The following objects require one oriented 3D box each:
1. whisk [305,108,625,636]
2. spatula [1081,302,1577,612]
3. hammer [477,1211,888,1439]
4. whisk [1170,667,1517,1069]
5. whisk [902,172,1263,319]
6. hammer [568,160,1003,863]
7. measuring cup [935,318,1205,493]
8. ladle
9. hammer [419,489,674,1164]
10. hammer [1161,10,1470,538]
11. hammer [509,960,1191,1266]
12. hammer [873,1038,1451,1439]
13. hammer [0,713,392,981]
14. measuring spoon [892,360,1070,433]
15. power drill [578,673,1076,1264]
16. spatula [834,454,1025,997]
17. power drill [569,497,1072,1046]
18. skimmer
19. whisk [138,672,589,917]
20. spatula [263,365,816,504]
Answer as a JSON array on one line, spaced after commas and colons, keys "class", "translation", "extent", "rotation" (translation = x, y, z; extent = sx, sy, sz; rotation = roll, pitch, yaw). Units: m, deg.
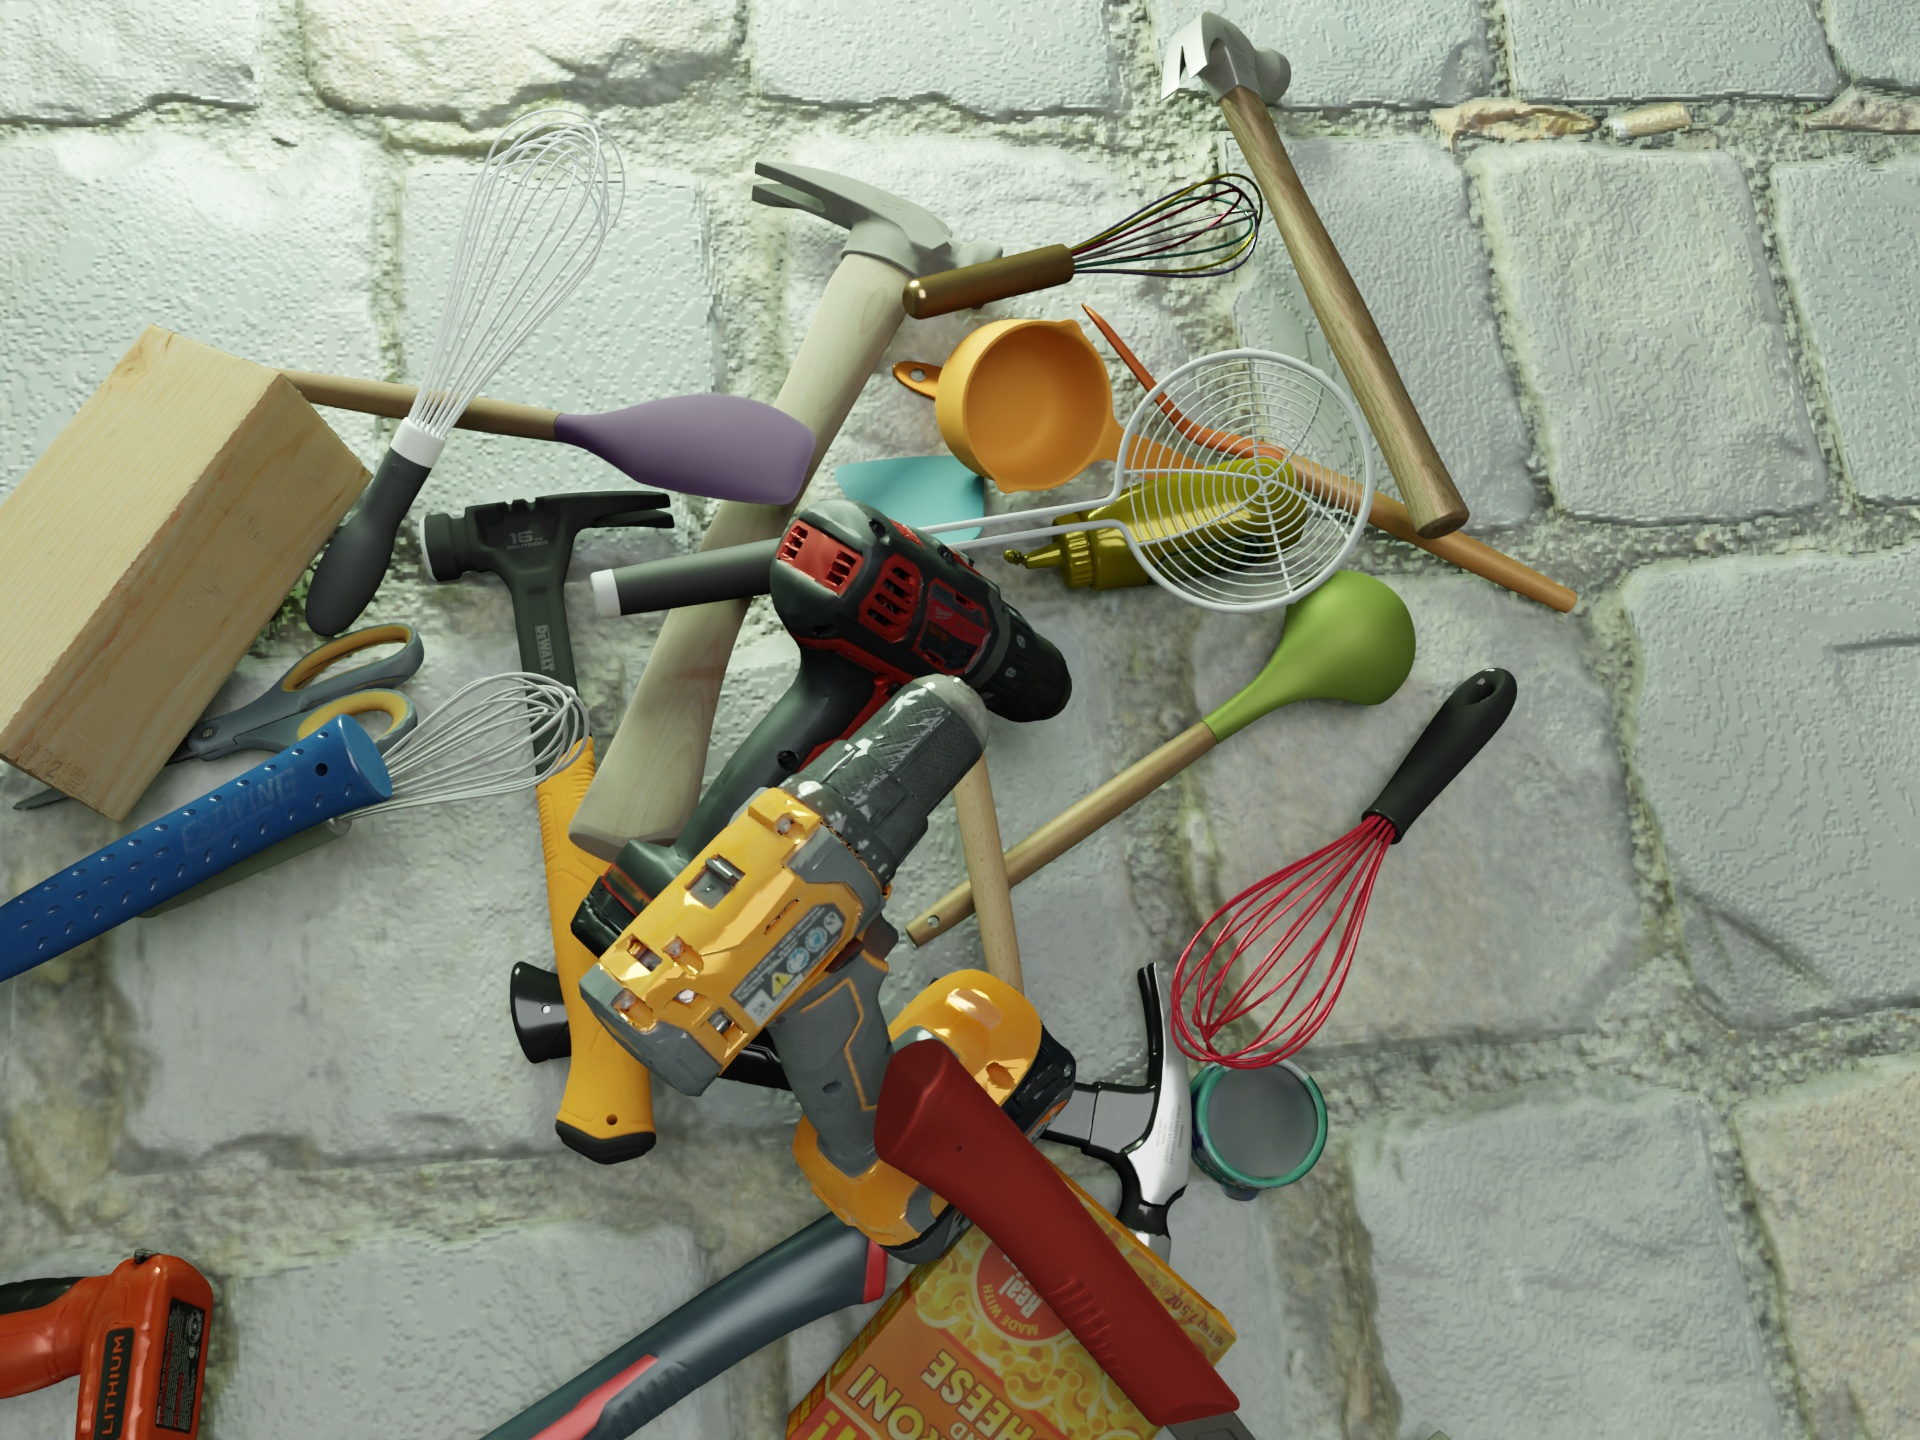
[{"class": "whisk", "translation": [-0.248, -0.163, 0.768], "extent": [0.070, 0.070, 0.284], "rotation": [32, 100, 3]}, {"class": "spatula", "translation": [0.203, -0.142, 0.882], "extent": [0.322, 0.081, 0.041], "rotation": [25, 105, -4]}, {"class": "hammer", "translation": [-0.205, 0.314, 0.698], "extent": [0.386, 0.038, 0.143], "rotation": [-31, 78, -15]}, {"class": "whisk", "translation": [0.204, 0.067, 0.806], "extent": [0.073, 0.073, 0.296], "rotation": [43, 63, 6]}, {"class": "whisk", "translation": [0.074, -0.262, 0.880], "extent": [0.245, 0.047, 0.051], "rotation": [-22, 68, -26]}, {"class": "hammer", "translation": [-0.107, -0.118, 0.806], "extent": [0.146, 0.038, 0.411], "rotation": [21, 63, -2]}, {"class": "measuring cup", "translation": [0.065, -0.157, 0.864], "extent": [0.173, 0.052, 0.095], "rotation": [19, 96, -31]}, {"class": "ladle", "translation": [0.106, 0.023, 0.830], "extent": [0.320, 0.062, 0.078], "rotation": [-34, 82, -9]}, {"class": "hammer", "translation": [-0.178, 0.039, 0.762], "extent": [0.127, 0.034, 0.337], "rotation": [-10, 67, -10]}, {"class": "hammer", "translation": [0.198, -0.251, 0.881], "extent": [0.130, 0.031, 0.331], "rotation": [-4, 68, -50]}, {"class": "hammer", "translation": [-0.051, 0.162, 0.765], "extent": [0.334, 0.035, 0.146], "rotation": [12, 73, -4]}, {"class": "hammer", "translation": [0.086, 0.259, 0.663], "extent": [0.149, 0.037, 0.358], "rotation": [-40, 112, -10]}, {"class": "hammer", "translation": [-0.439, 0.103, 0.686], "extent": [0.405, 0.035, 0.144], "rotation": [-28, 77, -1]}, {"class": "measuring spoon", "translation": [0.018, -0.179, 0.887], "extent": [0.117, 0.011, 0.021], "rotation": [18, 72, -2]}, {"class": "power drill", "translation": [-0.029, 0.103, 0.651], "extent": [0.084, 0.226, 0.185], "rotation": [28, 68, 42]}, {"class": "spatula", "translation": [-0.001, -0.003, 0.807], "extent": [0.082, 0.044, 0.318], "rotation": [-6, 72, -11]}, {"class": "power drill", "translation": [-0.048, 0.029, 0.707], "extent": [0.080, 0.187, 0.226], "rotation": [31, 92, 38]}, {"class": "skimmer", "translation": [0.011, -0.092, 0.746], "extent": [0.363, 0.090, 0.127], "rotation": [-11, 93, -13]}, {"class": "whisk", "translation": [-0.282, 0.038, 0.731], "extent": [0.246, 0.059, 0.058], "rotation": [-23, 35, 9]}, {"class": "spatula", "translation": [-0.224, -0.153, 0.802], "extent": [0.316, 0.018, 0.060], "rotation": [10, 67, 12]}]
